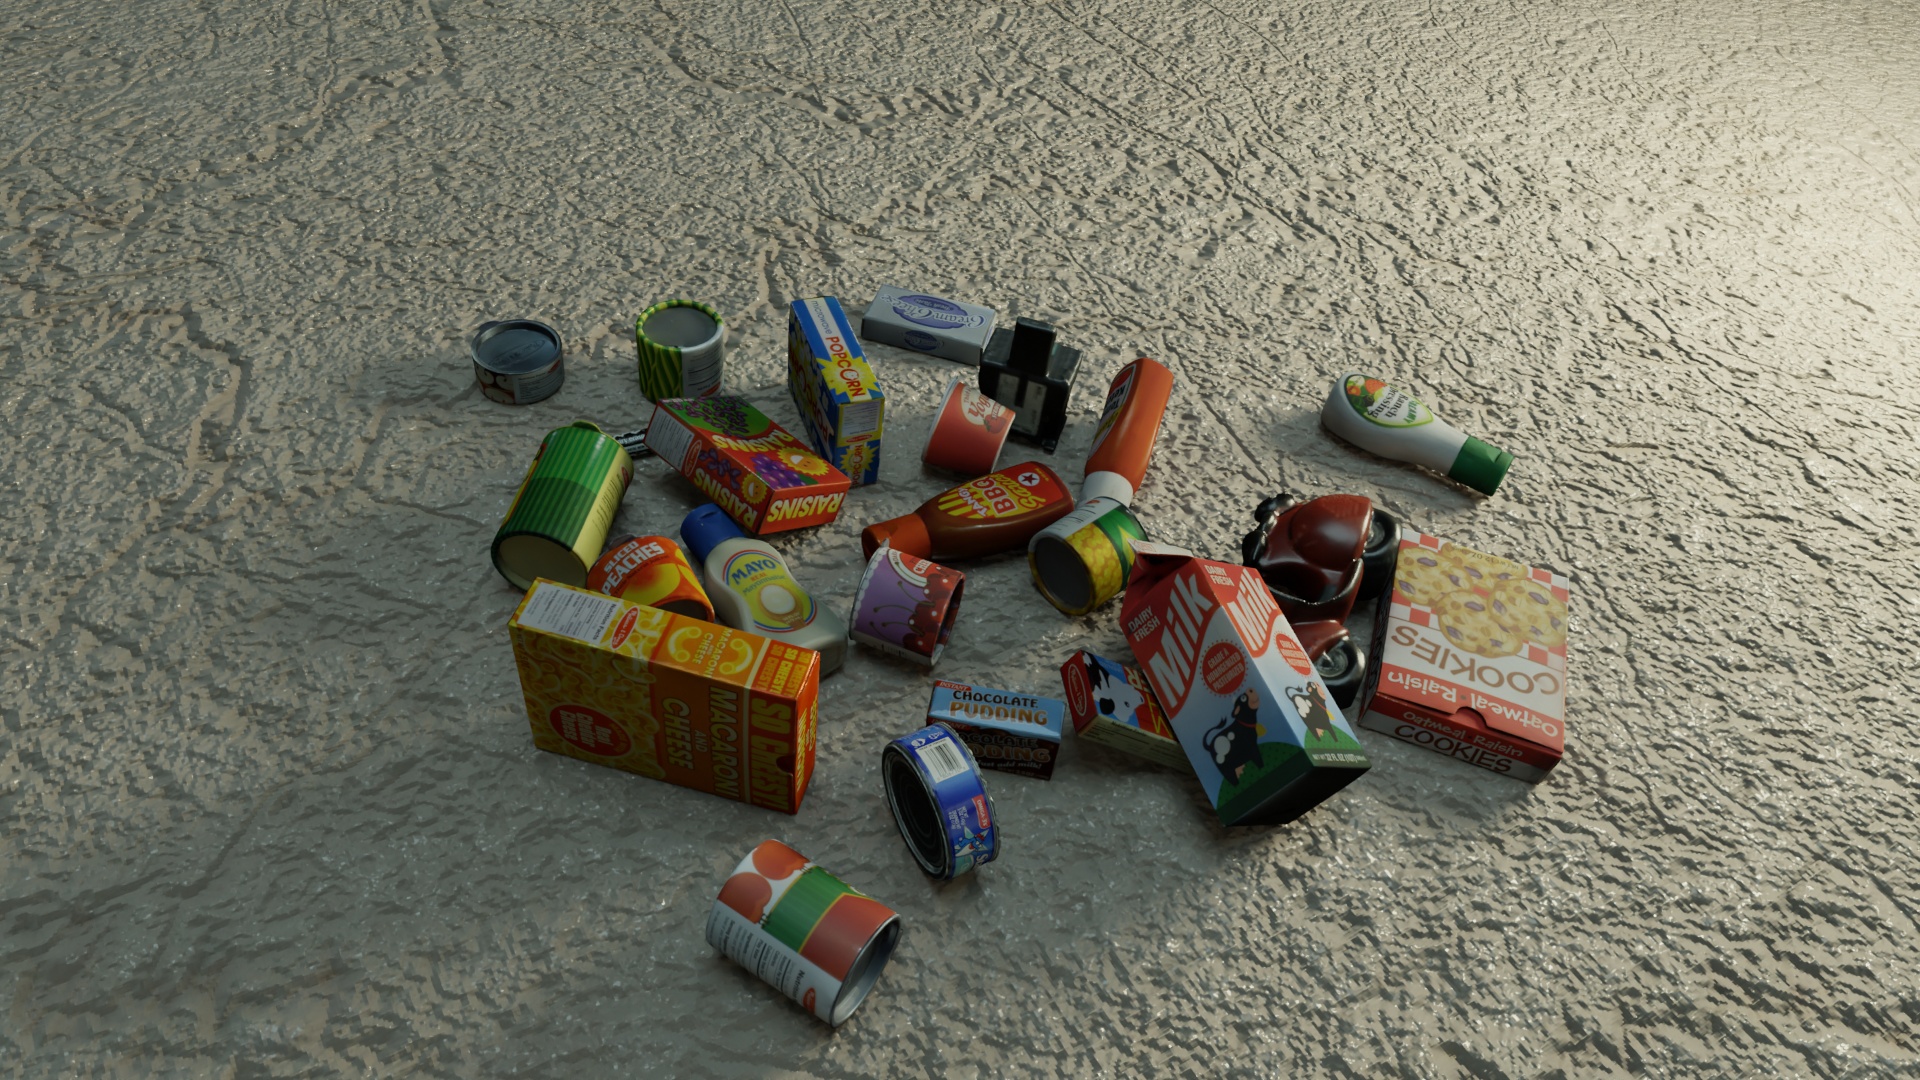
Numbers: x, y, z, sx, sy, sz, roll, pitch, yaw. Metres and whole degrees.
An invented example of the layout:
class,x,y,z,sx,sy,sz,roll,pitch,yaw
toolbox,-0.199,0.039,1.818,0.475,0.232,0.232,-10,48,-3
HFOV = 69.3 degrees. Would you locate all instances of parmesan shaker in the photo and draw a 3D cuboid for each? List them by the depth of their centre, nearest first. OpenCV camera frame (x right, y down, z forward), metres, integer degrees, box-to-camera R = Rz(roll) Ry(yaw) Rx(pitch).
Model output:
class,x,y,z,sx,sy,sz,roll,pitch,yaw
parmesan shaker,-0.267,-0.021,0.933,0.071,0.071,0.103,10,45,1

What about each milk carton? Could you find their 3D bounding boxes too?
class,x,y,z,sx,sy,sz,roll,pitch,yaw
milk carton,0.166,0.077,0.868,0.072,0.073,0.191,11,45,-45

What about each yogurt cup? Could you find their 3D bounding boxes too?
class,x,y,z,sx,sy,sz,roll,pitch,yaw
yogurt cup,0.007,-0.080,1.039,0.054,0.072,0.073,22,46,2

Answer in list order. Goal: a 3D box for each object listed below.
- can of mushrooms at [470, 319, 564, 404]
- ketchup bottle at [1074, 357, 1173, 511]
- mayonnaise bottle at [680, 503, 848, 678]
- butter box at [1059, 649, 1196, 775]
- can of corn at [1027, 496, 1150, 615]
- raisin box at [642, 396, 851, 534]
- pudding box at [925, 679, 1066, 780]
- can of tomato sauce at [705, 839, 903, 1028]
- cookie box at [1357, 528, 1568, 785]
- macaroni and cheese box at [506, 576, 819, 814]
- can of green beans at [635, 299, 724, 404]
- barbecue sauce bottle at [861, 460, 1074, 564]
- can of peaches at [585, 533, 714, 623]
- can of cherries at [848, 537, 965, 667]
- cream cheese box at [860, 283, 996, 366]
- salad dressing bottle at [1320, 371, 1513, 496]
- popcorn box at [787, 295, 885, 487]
class,x,y,z,sx,sy,sz,roll,pitch,yaw
can of mushrooms,-0.339,-0.138,1.062,0.071,0.033,0.071,4,46,-4
ketchup bottle,0.121,-0.067,1.047,0.043,0.064,0.149,27,54,-8
mayonnaise bottle,-0.136,0.034,0.920,0.065,0.041,0.148,-22,53,-29
butter box,0.111,0.108,0.866,0.103,0.024,0.053,22,37,-31
can of corn,0.090,0.013,0.960,0.058,0.070,0.071,-30,57,-31
raisin box,-0.151,-0.055,0.984,0.123,0.040,0.086,36,24,25
pudding box,0.021,0.116,0.858,0.084,0.049,0.030,10,47,1
can of tomato sauce,-0.082,0.207,0.743,0.083,0.070,0.071,27,48,18
cookie box,0.349,0.074,0.956,0.123,0.040,0.168,18,46,9
macaroni and cheese box,-0.168,0.093,0.800,0.166,0.123,0.040,14,49,5
can of green beans,-0.215,-0.144,1.069,0.071,0.057,0.071,4,45,-4
barbecue sauce bottle,0.004,-0.012,0.985,0.149,0.043,0.065,-18,42,-24
can of peaches,-0.198,0.038,0.886,0.071,0.070,0.058,-18,53,-24
can of cherries,-0.034,0.041,0.909,0.058,0.071,0.072,19,46,9
cream cheese box,-0.026,-0.181,1.158,0.104,0.024,0.054,15,46,6
salad dressing bottle,0.364,-0.084,1.110,0.148,0.043,0.064,30,50,19
popcorn box,-0.095,-0.112,1.038,0.038,0.084,0.127,-10,48,-19
